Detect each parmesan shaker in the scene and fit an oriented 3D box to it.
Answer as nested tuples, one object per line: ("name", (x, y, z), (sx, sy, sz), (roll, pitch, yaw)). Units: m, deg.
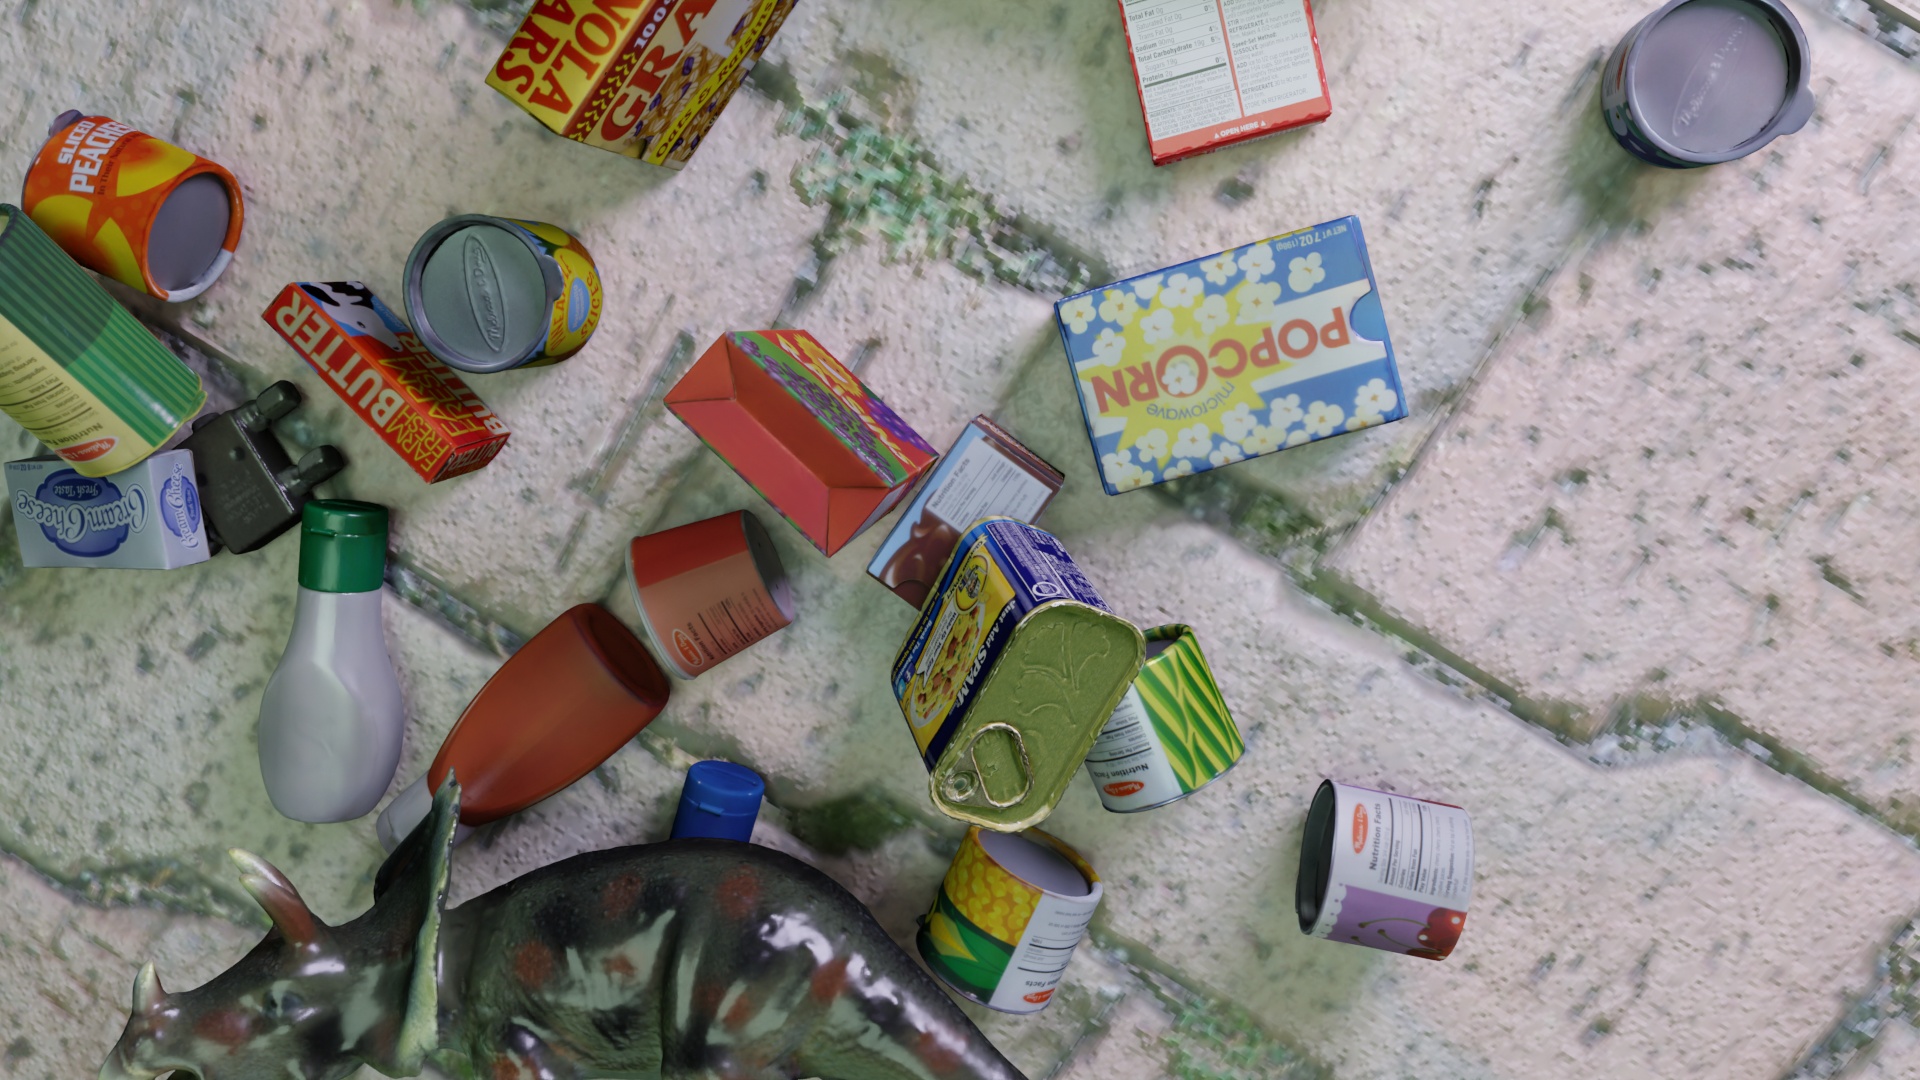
("parmesan shaker", (-0.389, -0.085, 0.595), (0.071, 0.071, 0.102), (-17, 137, 10))

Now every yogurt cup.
("yogurt cup", (-0.108, 0.021, 0.609), (0.054, 0.072, 0.072), (-22, 96, 3))

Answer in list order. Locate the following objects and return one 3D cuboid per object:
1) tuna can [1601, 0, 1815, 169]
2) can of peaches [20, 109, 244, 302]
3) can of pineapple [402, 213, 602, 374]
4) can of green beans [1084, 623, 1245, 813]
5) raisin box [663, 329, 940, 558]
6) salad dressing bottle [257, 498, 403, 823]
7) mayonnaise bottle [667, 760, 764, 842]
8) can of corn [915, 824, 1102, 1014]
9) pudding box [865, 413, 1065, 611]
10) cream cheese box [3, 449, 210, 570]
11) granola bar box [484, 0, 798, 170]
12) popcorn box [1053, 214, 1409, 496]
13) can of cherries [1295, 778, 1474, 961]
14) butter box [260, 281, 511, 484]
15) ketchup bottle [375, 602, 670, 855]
("tuna can", (0.289, -0.177, 0.538), (0.071, 0.033, 0.071), (1, 100, 8))
("can of peaches", (-0.363, -0.147, 0.612), (0.058, 0.071, 0.071), (23, 102, 3))
("can of pineapple", (-0.195, -0.106, 0.602), (0.071, 0.058, 0.071), (1, 100, 7))
("can of green beans", (0.079, 0.074, 0.591), (0.071, 0.071, 0.057), (-23, 95, 11))
("raisin box", (-0.058, -0.043, 0.560), (0.086, 0.123, 0.040), (42, 102, -1))
("salad dressing bottle", (-0.292, 0.056, 0.649), (0.064, 0.044, 0.147), (9, 99, 7))
("mayonnaise bottle", (-0.127, 0.177, 0.649), (0.065, 0.041, 0.147), (18, 100, 4))
("can of corn", (0.020, 0.163, 0.614), (0.071, 0.071, 0.058), (25, 101, 3))
("pudding box", (0.002, -0.008, 0.606), (0.049, 0.030, 0.083), (35, 102, 0))
("cream cheese box", (-0.399, -0.014, 0.649), (0.104, 0.024, 0.053), (0, 101, 24))
("granola bar box", (-0.097, -0.225, 0.535), (0.039, 0.124, 0.165), (38, 102, 1))
("popcorn box", (0.110, -0.076, 0.576), (0.126, 0.038, 0.085), (-15, 96, 10))
("can of cherries", (0.179, 0.141, 0.591), (0.058, 0.071, 0.071), (10, 101, 5))
("butter box", (-0.253, -0.072, 0.618), (0.103, 0.053, 0.024), (46, 104, -1))
("ketchup bottle", (-0.208, 0.096, 0.644), (0.148, 0.043, 0.064), (-39, 92, 12))
